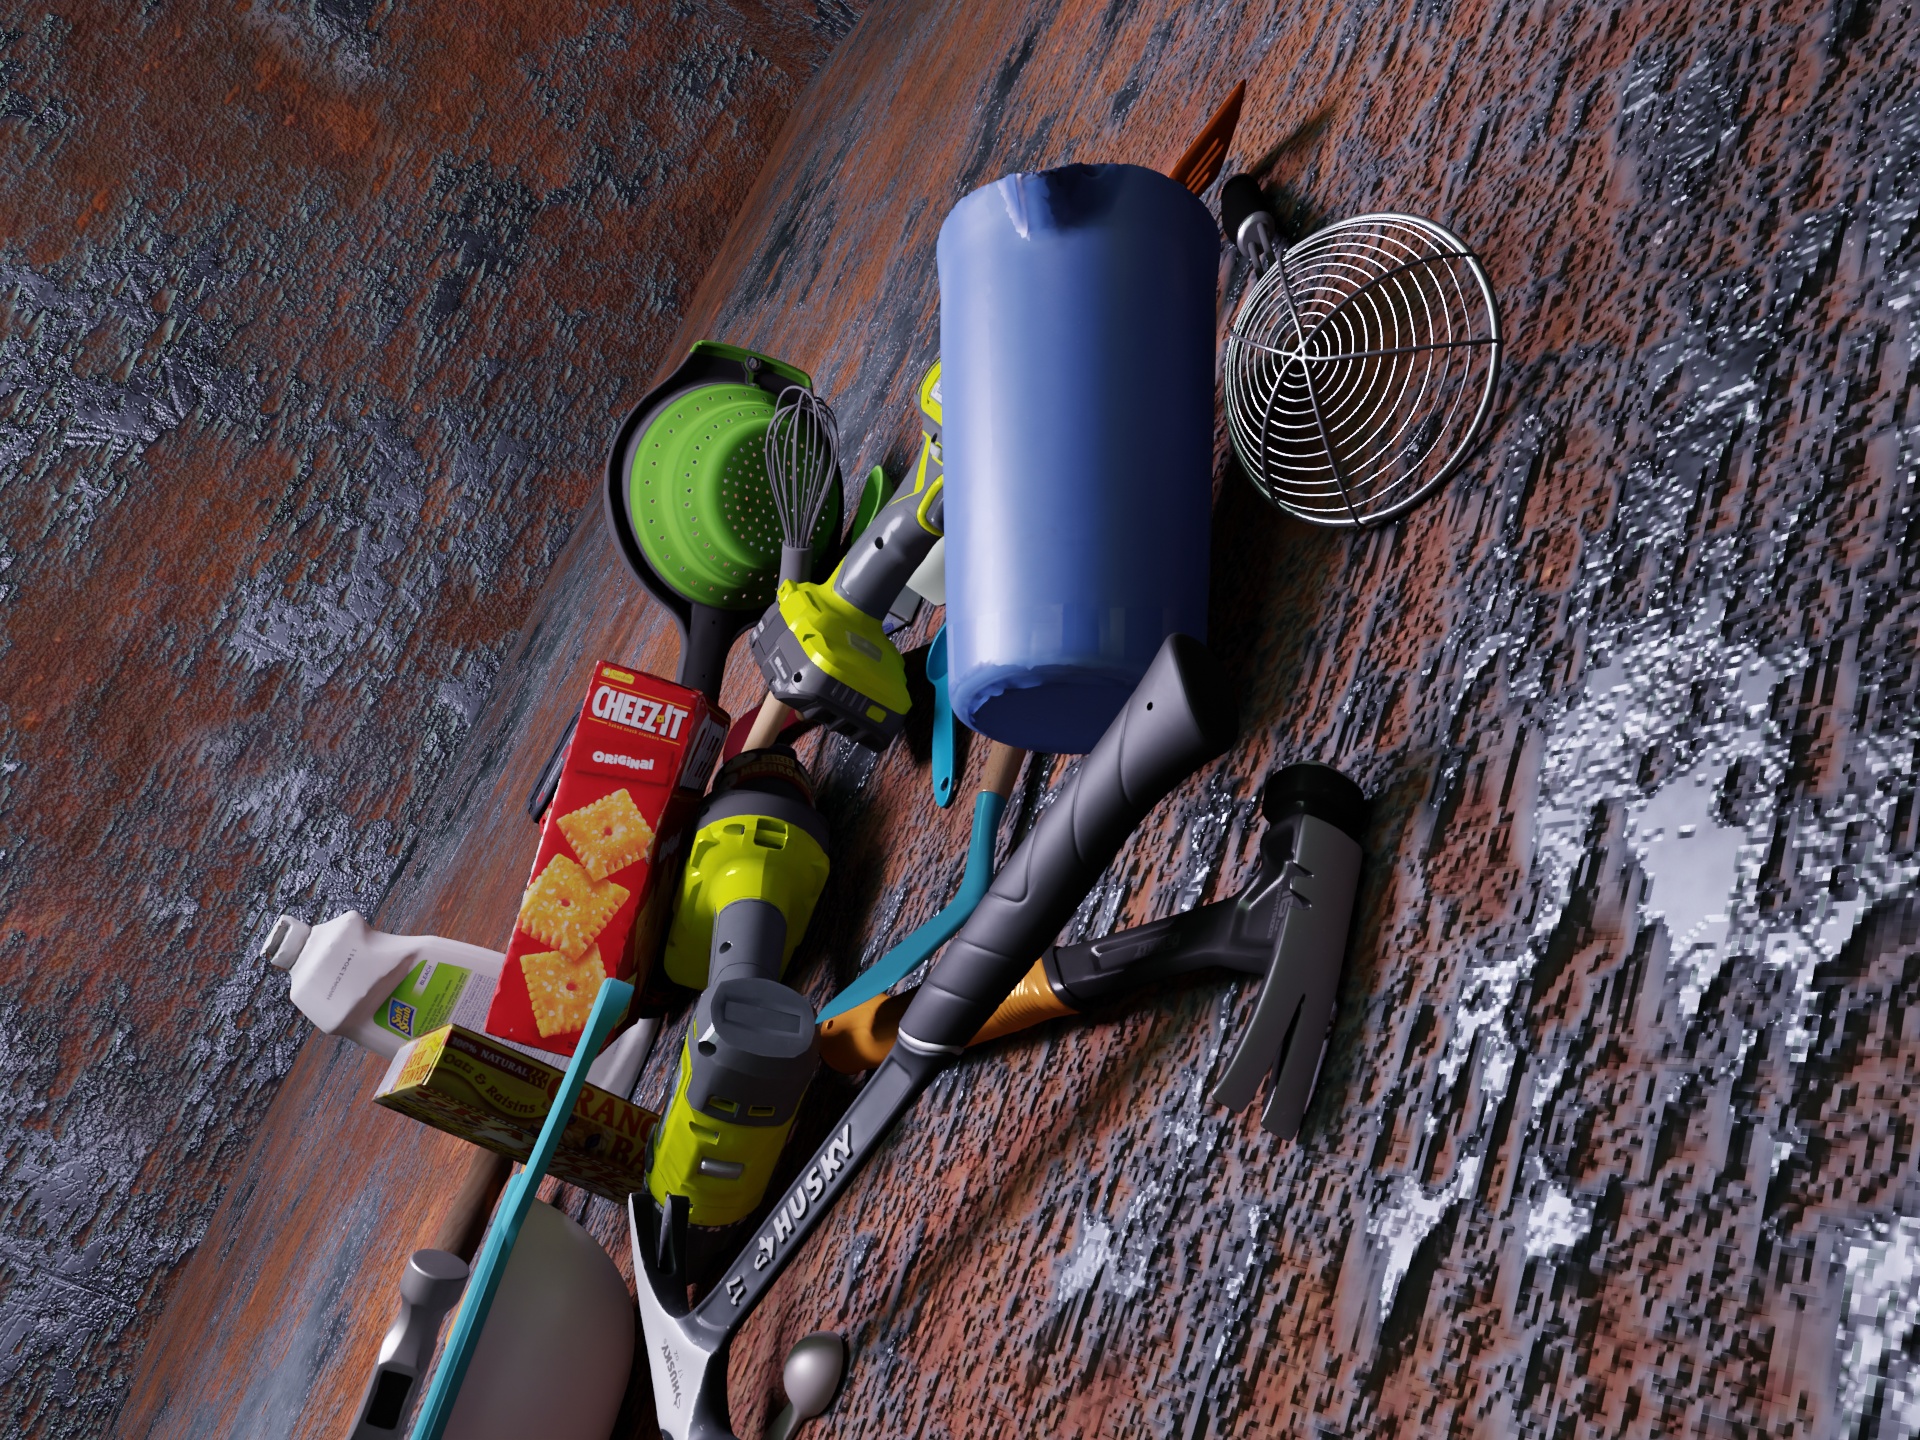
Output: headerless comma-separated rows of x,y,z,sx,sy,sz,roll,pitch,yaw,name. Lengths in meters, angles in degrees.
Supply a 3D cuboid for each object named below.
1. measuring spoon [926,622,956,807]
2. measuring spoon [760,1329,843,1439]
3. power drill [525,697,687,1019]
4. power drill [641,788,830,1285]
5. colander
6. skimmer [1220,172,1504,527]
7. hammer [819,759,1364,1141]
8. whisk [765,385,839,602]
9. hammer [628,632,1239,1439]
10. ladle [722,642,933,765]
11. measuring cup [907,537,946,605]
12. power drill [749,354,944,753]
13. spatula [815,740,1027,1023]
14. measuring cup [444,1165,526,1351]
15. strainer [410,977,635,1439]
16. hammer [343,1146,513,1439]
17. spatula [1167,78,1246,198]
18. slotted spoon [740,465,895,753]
-0.001,-0.003,0.900,0.042,0.021,0.129,-41,37,43,measuring spoon
-0.089,0.310,0.677,0.124,0.018,0.034,-57,22,8,measuring spoon
-0.224,0.086,1.117,0.143,0.078,0.220,-57,42,20,power drill
-0.124,0.164,0.845,0.229,0.080,0.190,-95,22,-55,power drill
-0.174,-0.091,1.216,0.094,0.204,0.397,9,88,57,colander
0.169,-0.203,0.756,0.127,0.090,0.363,-58,10,27,skimmer
0.028,0.117,0.649,0.337,0.034,0.127,-29,36,53,hammer
-0.122,-0.128,1.161,0.055,0.055,0.238,-104,19,-61,whisk
-0.023,0.134,0.621,0.409,0.036,0.149,-56,41,22,hammer
-0.096,-0.010,1.098,0.315,0.031,0.069,-22,41,55,ladle
0.004,-0.156,1.043,0.083,0.038,0.168,-16,50,61,measuring cup
-0.025,-0.101,0.919,0.223,0.080,0.171,-56,26,11,power drill
0.015,0.012,0.784,0.082,0.044,0.318,-36,28,53,spatula
-0.264,0.336,0.991,0.095,0.052,0.174,-44,25,35,measuring cup
-0.197,0.289,0.791,0.211,0.095,0.340,-105,38,-75,strainer
-0.299,0.317,0.928,0.331,0.031,0.130,-156,87,-81,hammer
0.105,-0.199,0.862,0.081,0.041,0.323,95,-172,-73,spatula
-0.103,-0.067,1.137,0.070,0.031,0.314,-53,12,52,slotted spoon
